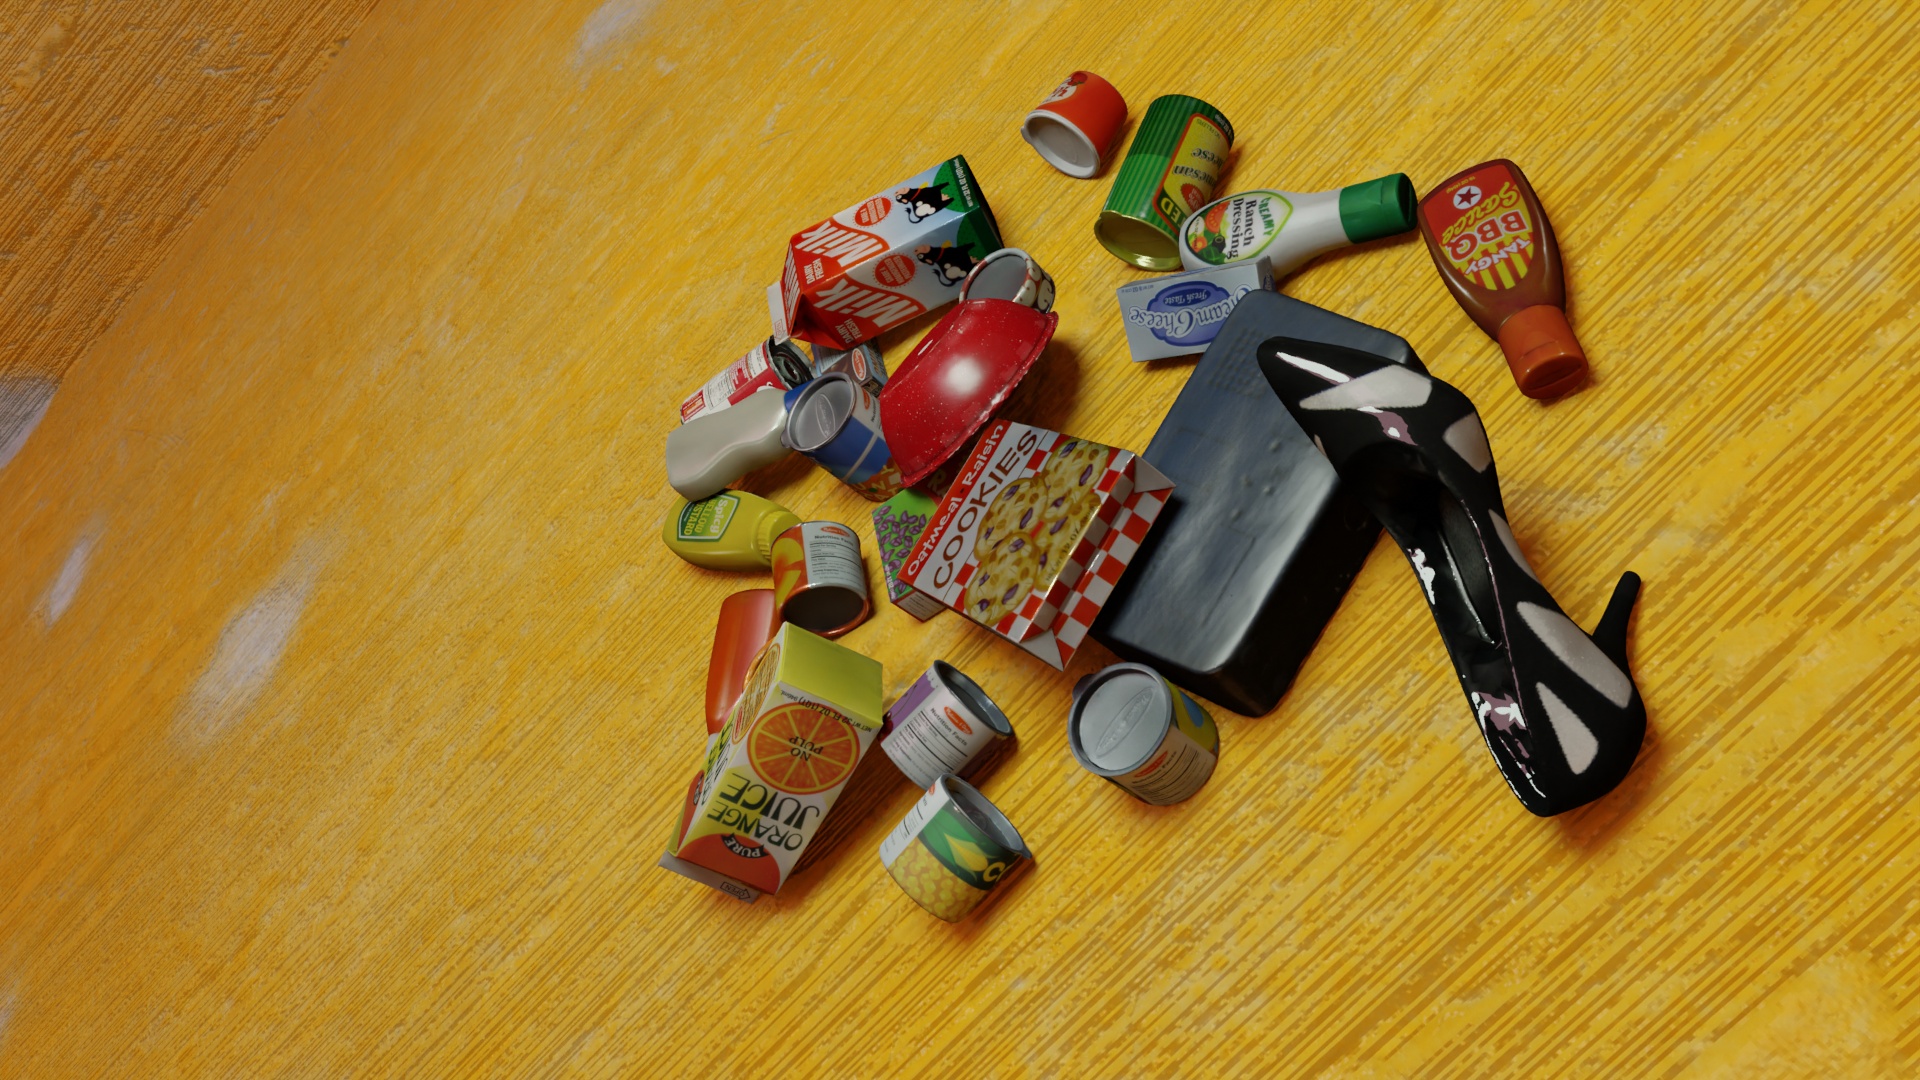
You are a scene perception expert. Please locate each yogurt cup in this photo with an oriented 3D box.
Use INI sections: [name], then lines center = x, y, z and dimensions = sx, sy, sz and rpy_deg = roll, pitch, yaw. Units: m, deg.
[yogurt cup]
center = 0.090, -0.318, 1.055
dimensions = 0.072, 0.072, 0.054
rpy_deg = 23, 72, 46

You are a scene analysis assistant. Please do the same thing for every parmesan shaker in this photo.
[parmesan shaker]
center = 0.141, -0.249, 0.962
dimensions = 0.071, 0.071, 0.103
rpy_deg = 11, 72, 44

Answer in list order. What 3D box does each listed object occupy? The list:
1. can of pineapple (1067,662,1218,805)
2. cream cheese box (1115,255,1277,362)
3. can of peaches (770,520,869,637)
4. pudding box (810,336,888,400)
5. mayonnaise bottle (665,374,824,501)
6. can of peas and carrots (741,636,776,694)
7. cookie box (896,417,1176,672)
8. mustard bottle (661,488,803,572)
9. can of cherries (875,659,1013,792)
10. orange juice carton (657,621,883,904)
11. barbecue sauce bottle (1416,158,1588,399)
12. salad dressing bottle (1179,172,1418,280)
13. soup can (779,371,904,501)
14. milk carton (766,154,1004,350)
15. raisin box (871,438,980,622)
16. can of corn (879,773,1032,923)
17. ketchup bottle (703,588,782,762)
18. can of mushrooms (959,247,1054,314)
[can of pineapple]
center = 0.102, 0.107, 0.778
dimensions = 0.071, 0.057, 0.071
rpy_deg = -21, 52, 29
[cream cheese box]
center = 0.155, -0.148, 0.900
dimensions = 0.103, 0.053, 0.024
rpy_deg = -4, 18, 39
[can of peaches]
center = -0.101, 0.030, 0.994
dimensions = 0.071, 0.071, 0.058
rpy_deg = -31, 48, 22
[pudding box]
center = -0.089, -0.138, 1.114
dimensions = 0.049, 0.030, 0.084
rpy_deg = -33, 47, 18
[mayonnaise bottle]
center = -0.159, -0.084, 1.080
dimensions = 0.148, 0.041, 0.065
rpy_deg = -22, 52, 16
[can of peas and carrots]
center = -0.109, 0.105, 0.956
dimensions = 0.071, 0.058, 0.071
rpy_deg = -21, 52, 29
[cookie box]
center = 0.039, -0.003, 0.827
dimensions = 0.123, 0.040, 0.167
rpy_deg = -58, 28, -5
[mustard bottle]
center = -0.166, -0.007, 1.082
dimensions = 0.160, 0.048, 0.065
rpy_deg = 5, 65, 42
[can of cherries]
center = -0.010, 0.117, 0.864
dimensions = 0.058, 0.071, 0.072
rpy_deg = -47, 44, 7
[orange juice carton]
center = -0.124, 0.155, 0.892
dimensions = 0.192, 0.072, 0.073
rpy_deg = -58, 16, 22
[barbecue sauce bottle]
center = 0.307, -0.145, 0.777
dimensions = 0.064, 0.043, 0.149
rpy_deg = -26, 50, 25
[salad dressing bottle]
center = 0.214, -0.200, 0.888
dimensions = 0.147, 0.044, 0.064
rpy_deg = -7, 66, 37
[soup can]
center = -0.079, -0.074, 1.027
dimensions = 0.071, 0.083, 0.071
rpy_deg = -21, 52, 30
[milk carton]
center = -0.064, -0.215, 1.082
dimensions = 0.190, 0.073, 0.073
rpy_deg = -23, 50, 11
[raisin box]
center = 0.003, -0.012, 0.950
dimensions = 0.123, 0.040, 0.086
rpy_deg = -33, 47, 21
[can of corn]
center = -0.003, 0.182, 0.815
dimensions = 0.058, 0.071, 0.071
rpy_deg = -49, 44, 6
[ketchup bottle]
center = -0.157, 0.110, 1.004
dimensions = 0.064, 0.043, 0.149
rpy_deg = -14, 56, 35
[can of mushrooms]
center = 0.033, -0.181, 1.037
dimensions = 0.071, 0.033, 0.071
rpy_deg = -20, 53, 29
